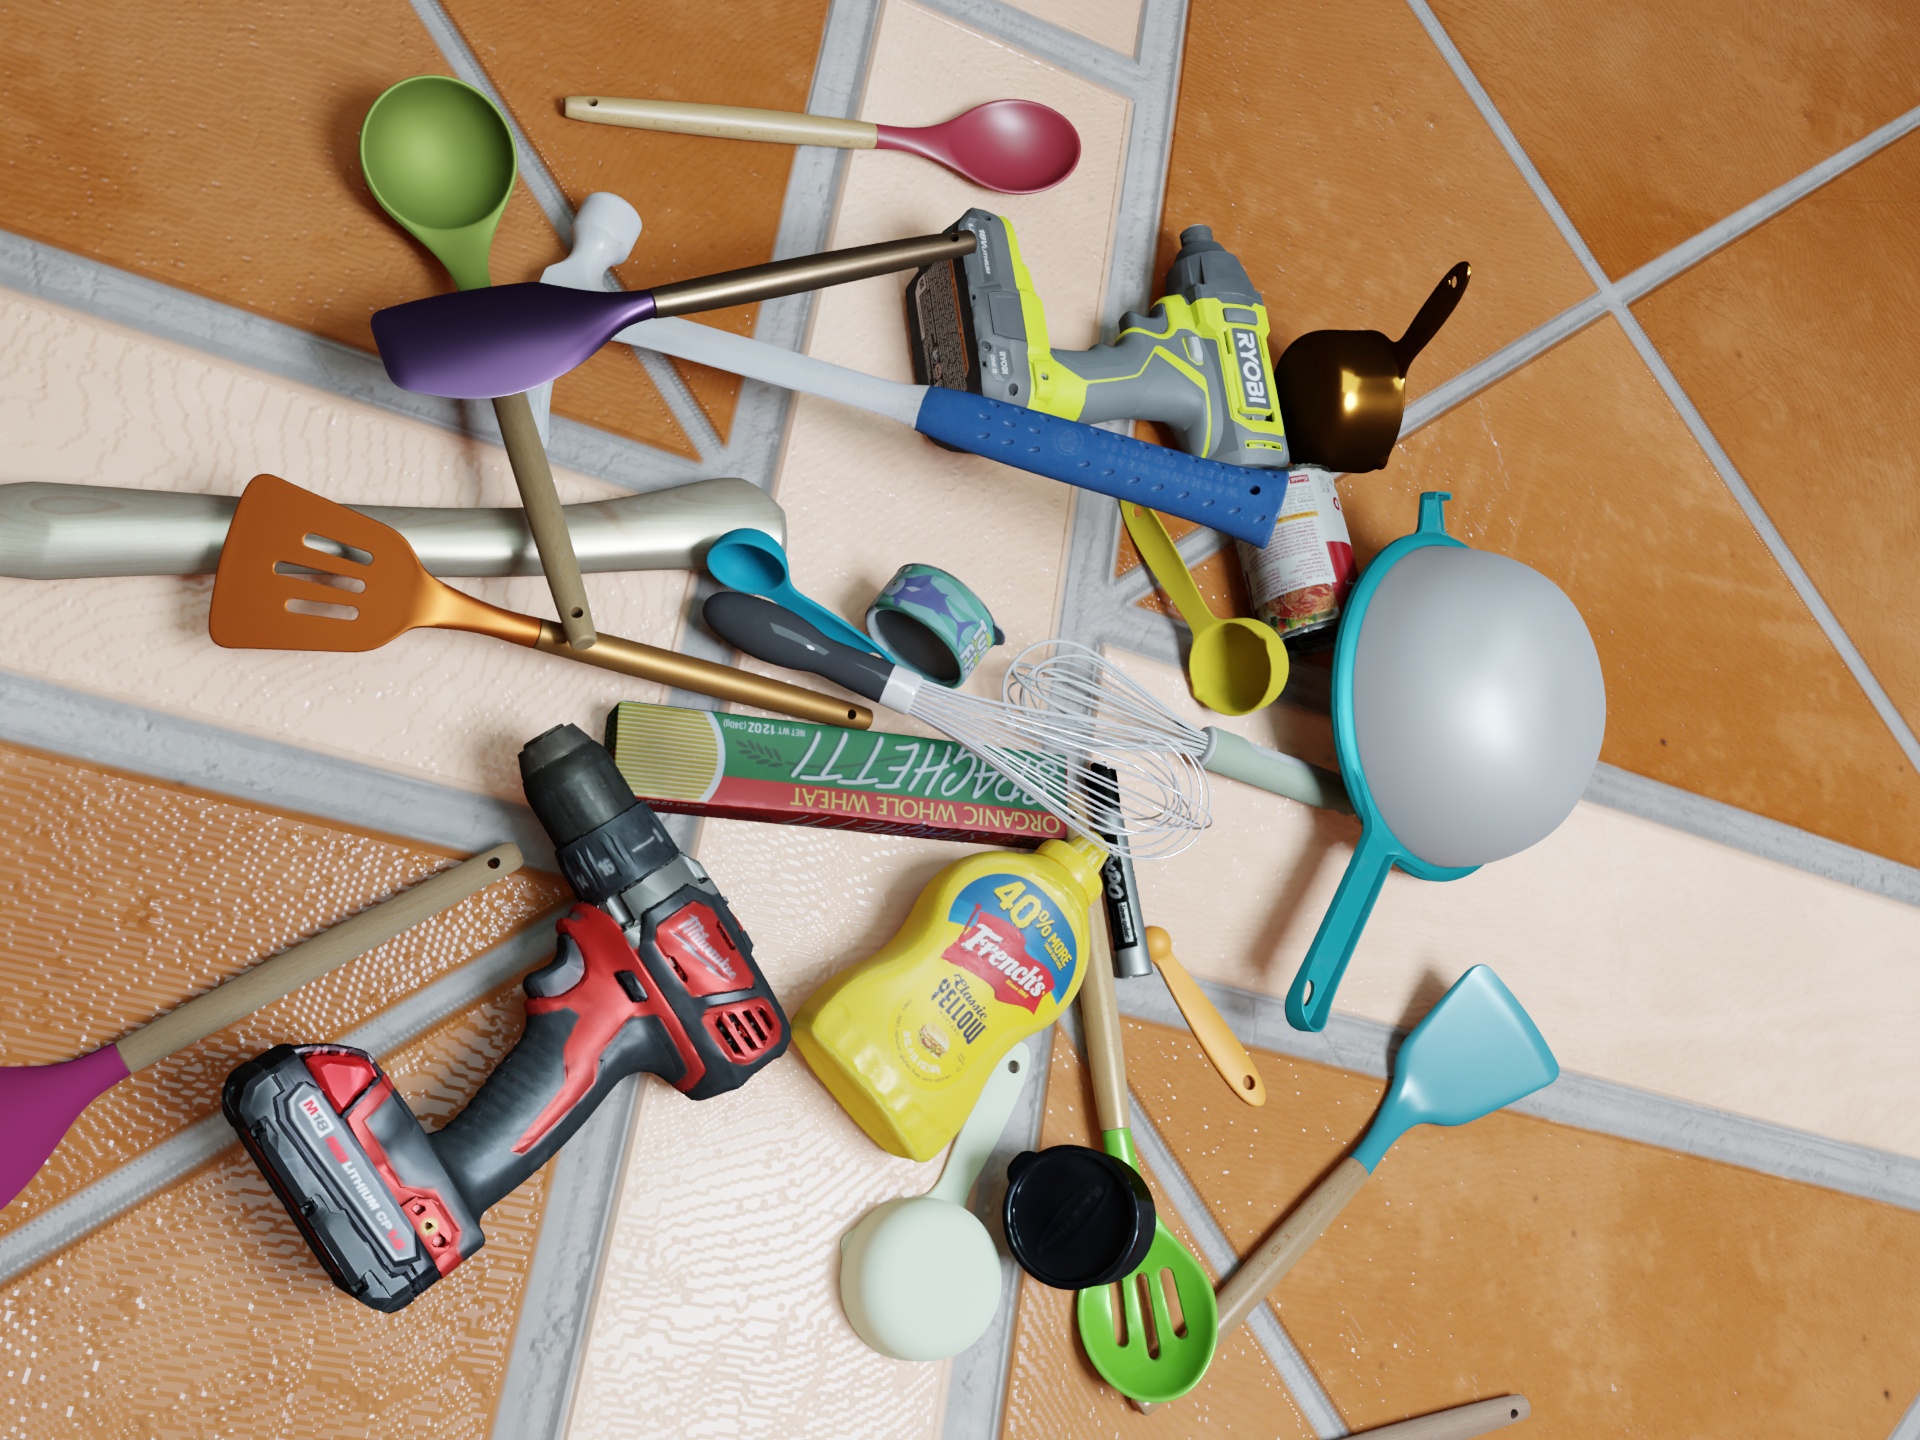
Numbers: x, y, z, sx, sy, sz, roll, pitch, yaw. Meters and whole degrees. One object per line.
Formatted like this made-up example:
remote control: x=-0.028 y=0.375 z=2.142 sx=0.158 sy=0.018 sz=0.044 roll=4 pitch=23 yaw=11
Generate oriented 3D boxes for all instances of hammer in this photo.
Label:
hammer: x=-0.032 y=-0.161 z=0.829 sx=0.405 sy=0.035 sz=0.144 roll=17 pitch=68 yaw=4
hammer: x=-0.281 y=-0.078 z=0.763 sx=0.410 sy=0.038 sz=0.146 roll=-3 pitch=76 yaw=-25

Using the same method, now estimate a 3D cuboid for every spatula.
spatula: x=-0.130 y=-0.212 z=0.800 sx=0.316 sy=0.018 sz=0.060 roll=-19 pitch=76 yaw=-23
spatula: x=0.205 y=0.258 z=0.862 sx=0.317 sy=0.044 sz=0.082 roll=-37 pitch=93 yaw=-27
spatula: x=-0.186 y=-0.037 z=0.775 sx=0.322 sy=0.041 sz=0.081 roll=15 pitch=83 yaw=-31

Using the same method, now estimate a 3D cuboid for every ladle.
ladle: x=-0.076 y=-0.350 z=0.946 sx=0.315 sy=0.031 sz=0.069 roll=-3 pitch=72 yaw=-22
ladle: x=-0.227 y=-0.181 z=0.780 sx=0.078 sy=0.062 sz=0.320 roll=-15 pitch=70 yaw=-18

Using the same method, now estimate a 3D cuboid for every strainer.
strainer: x=0.284 y=0.036 z=0.898 sx=0.210 sy=0.095 sz=0.340 roll=50 pitch=56 yaw=-27

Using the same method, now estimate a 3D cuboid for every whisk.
whisk: x=0.133 y=0.011 z=0.911 sx=0.246 sy=0.058 sz=0.059 roll=19 pitch=101 yaw=-22
whisk: x=-0.001 y=-0.002 z=0.819 sx=0.284 sy=0.070 sz=0.070 roll=24 pitch=65 yaw=0

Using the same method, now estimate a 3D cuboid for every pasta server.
pasta server: x=0.174 y=0.386 z=0.811 sx=0.316 sy=0.040 sz=0.060 roll=-2 pitch=87 yaw=-25

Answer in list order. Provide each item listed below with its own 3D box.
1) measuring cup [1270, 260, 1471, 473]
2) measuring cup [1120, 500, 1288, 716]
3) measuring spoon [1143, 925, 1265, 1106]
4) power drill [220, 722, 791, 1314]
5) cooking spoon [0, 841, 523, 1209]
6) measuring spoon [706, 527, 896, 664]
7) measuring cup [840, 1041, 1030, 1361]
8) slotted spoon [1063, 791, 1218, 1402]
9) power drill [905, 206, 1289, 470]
measuring cup: x=0.236 y=-0.212 z=0.937 sx=0.052 sy=0.173 sz=0.095 roll=-3 pitch=67 yaw=-16
measuring cup: x=0.142 y=-0.074 z=0.945 sx=0.029 sy=0.062 sz=0.157 roll=-10 pitch=65 yaw=-46
measuring spoon: x=0.136 y=0.164 z=0.880 sx=0.021 sy=0.011 sz=0.117 roll=-32 pitch=88 yaw=-28
power drill: x=-0.203 y=0.124 z=0.703 sx=0.227 sy=0.080 sz=0.188 roll=-33 pitch=95 yaw=-32
cooking spoon: x=-0.334 y=0.131 z=0.682 sx=0.319 sy=0.017 sz=0.069 roll=-29 pitch=87 yaw=-28
measuring spoon: x=-0.078 y=-0.064 z=0.835 sx=0.128 sy=0.042 sz=0.021 roll=36 pitch=49 yaw=-35
measuring cup: x=0.003 y=0.232 z=0.784 sx=0.083 sy=0.038 sz=0.168 roll=33 pitch=66 yaw=-11
slotted spoon: x=0.080 y=0.189 z=0.838 sx=0.070 sy=0.031 sz=0.314 roll=-8 pitch=72 yaw=3
power drill: x=0.086 y=-0.228 z=0.952 sx=0.223 sy=0.080 sz=0.171 roll=-1 pitch=75 yaw=-28
